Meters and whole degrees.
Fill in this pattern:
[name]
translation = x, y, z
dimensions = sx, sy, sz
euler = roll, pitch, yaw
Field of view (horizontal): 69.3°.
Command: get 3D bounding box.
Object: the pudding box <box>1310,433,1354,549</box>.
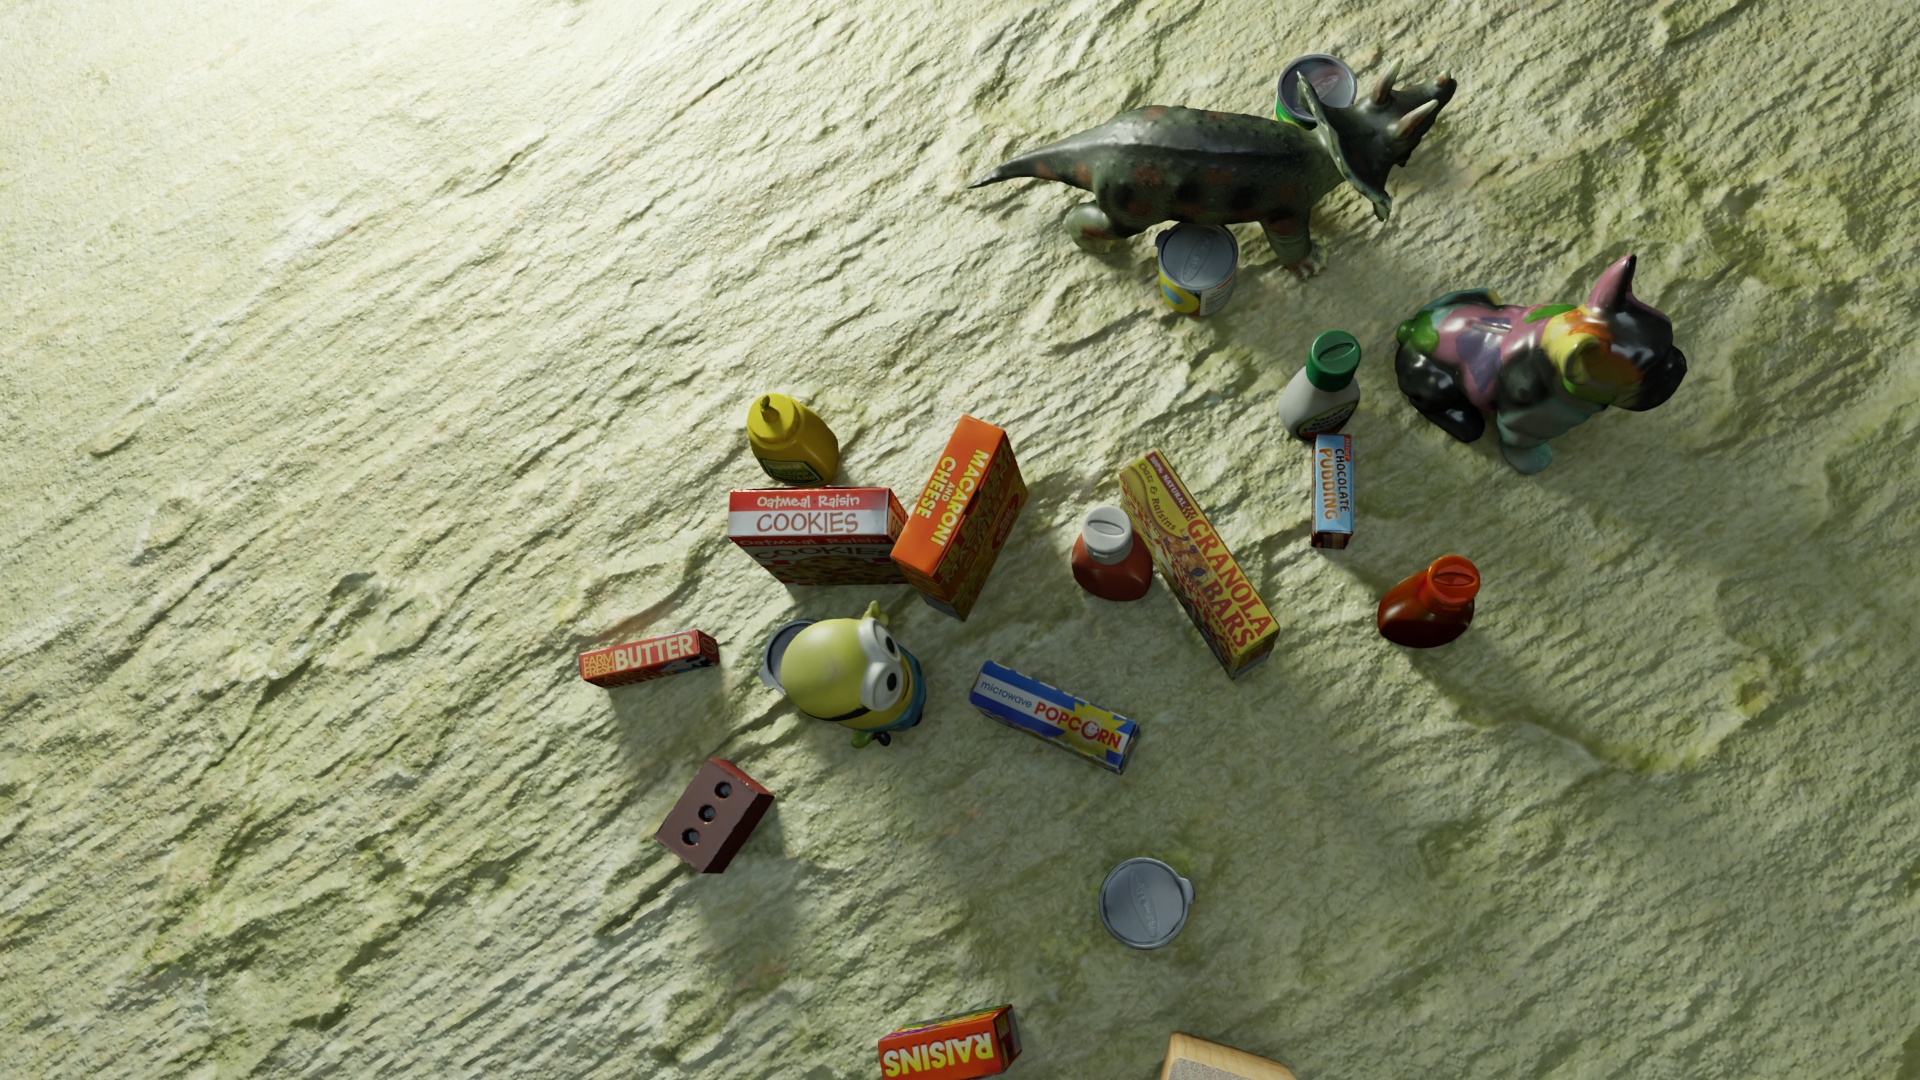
[pudding box]
translation = 0.298, -0.039, 1.113
dimensions = 0.030, 0.049, 0.084
euler = 2, 75, 9

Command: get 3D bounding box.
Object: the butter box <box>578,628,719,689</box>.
[butter box]
translation = -0.258, 0.099, 1.151
dimensions = 0.103, 0.053, 0.024
euler = -13, 74, 5

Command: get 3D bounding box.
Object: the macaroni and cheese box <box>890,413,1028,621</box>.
[macaroni and cheese box]
translation = 0.004, -0.014, 1.086
dimensions = 0.040, 0.166, 0.124
euler = 24, 80, 13

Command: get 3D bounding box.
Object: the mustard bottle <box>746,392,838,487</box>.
[mustard bottle]
translation = -0.142, -0.085, 1.129
dimensions = 0.065, 0.160, 0.049
euler = 3, 76, 9

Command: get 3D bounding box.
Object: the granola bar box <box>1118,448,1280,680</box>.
[granola bar box]
translation = 0.183, 0.020, 1.074
dimensions = 0.039, 0.124, 0.166
euler = -31, 73, -1

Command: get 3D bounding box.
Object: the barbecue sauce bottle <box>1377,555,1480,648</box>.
[barbecue sauce bottle]
translation = 0.351, 0.046, 1.030
dimensions = 0.065, 0.148, 0.044
euler = 4, 76, 9

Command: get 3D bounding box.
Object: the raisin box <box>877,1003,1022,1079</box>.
[raisin box]
translation = -0.006, 0.367, 1.006
dimensions = 0.086, 0.123, 0.040
euler = -12, 74, 5

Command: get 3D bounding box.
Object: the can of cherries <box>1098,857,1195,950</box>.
[can of cherries]
translation = 0.141, 0.273, 1.045
dimensions = 0.071, 0.058, 0.071
euler = -2, 75, 8

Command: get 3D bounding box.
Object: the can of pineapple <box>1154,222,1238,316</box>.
[can of pineapple]
translation = 0.199, -0.232, 1.175
dimensions = 0.071, 0.057, 0.071
euler = -2, 75, 8

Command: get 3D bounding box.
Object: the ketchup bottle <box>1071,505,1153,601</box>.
[ketchup bottle]
translation = 0.116, 0.011, 1.073
dimensions = 0.065, 0.148, 0.043
euler = 14, 78, 11

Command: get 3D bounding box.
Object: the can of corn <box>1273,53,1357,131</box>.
[can of corn]
translation = 0.306, -0.373, 1.198
dimensions = 0.071, 0.058, 0.071
euler = -2, 75, 8

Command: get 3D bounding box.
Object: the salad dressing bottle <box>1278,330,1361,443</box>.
[salad dressing bottle]
translation = 0.284, -0.120, 1.085
dimensions = 0.064, 0.147, 0.044
euler = -21, 74, 2

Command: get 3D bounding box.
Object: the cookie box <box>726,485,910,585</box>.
[cookie box]
translation = -0.101, -0.002, 1.097
dimensions = 0.123, 0.167, 0.040
euler = -1, 75, 8

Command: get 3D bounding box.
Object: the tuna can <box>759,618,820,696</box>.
[tuna can]
translation = -0.129, 0.101, 1.143
dimensions = 0.071, 0.032, 0.071
euler = -2, 75, 8

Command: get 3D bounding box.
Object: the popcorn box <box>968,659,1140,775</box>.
[popcorn box]
translation = 0.074, 0.138, 1.077
dimensions = 0.127, 0.085, 0.038
euler = 22, 80, 13
